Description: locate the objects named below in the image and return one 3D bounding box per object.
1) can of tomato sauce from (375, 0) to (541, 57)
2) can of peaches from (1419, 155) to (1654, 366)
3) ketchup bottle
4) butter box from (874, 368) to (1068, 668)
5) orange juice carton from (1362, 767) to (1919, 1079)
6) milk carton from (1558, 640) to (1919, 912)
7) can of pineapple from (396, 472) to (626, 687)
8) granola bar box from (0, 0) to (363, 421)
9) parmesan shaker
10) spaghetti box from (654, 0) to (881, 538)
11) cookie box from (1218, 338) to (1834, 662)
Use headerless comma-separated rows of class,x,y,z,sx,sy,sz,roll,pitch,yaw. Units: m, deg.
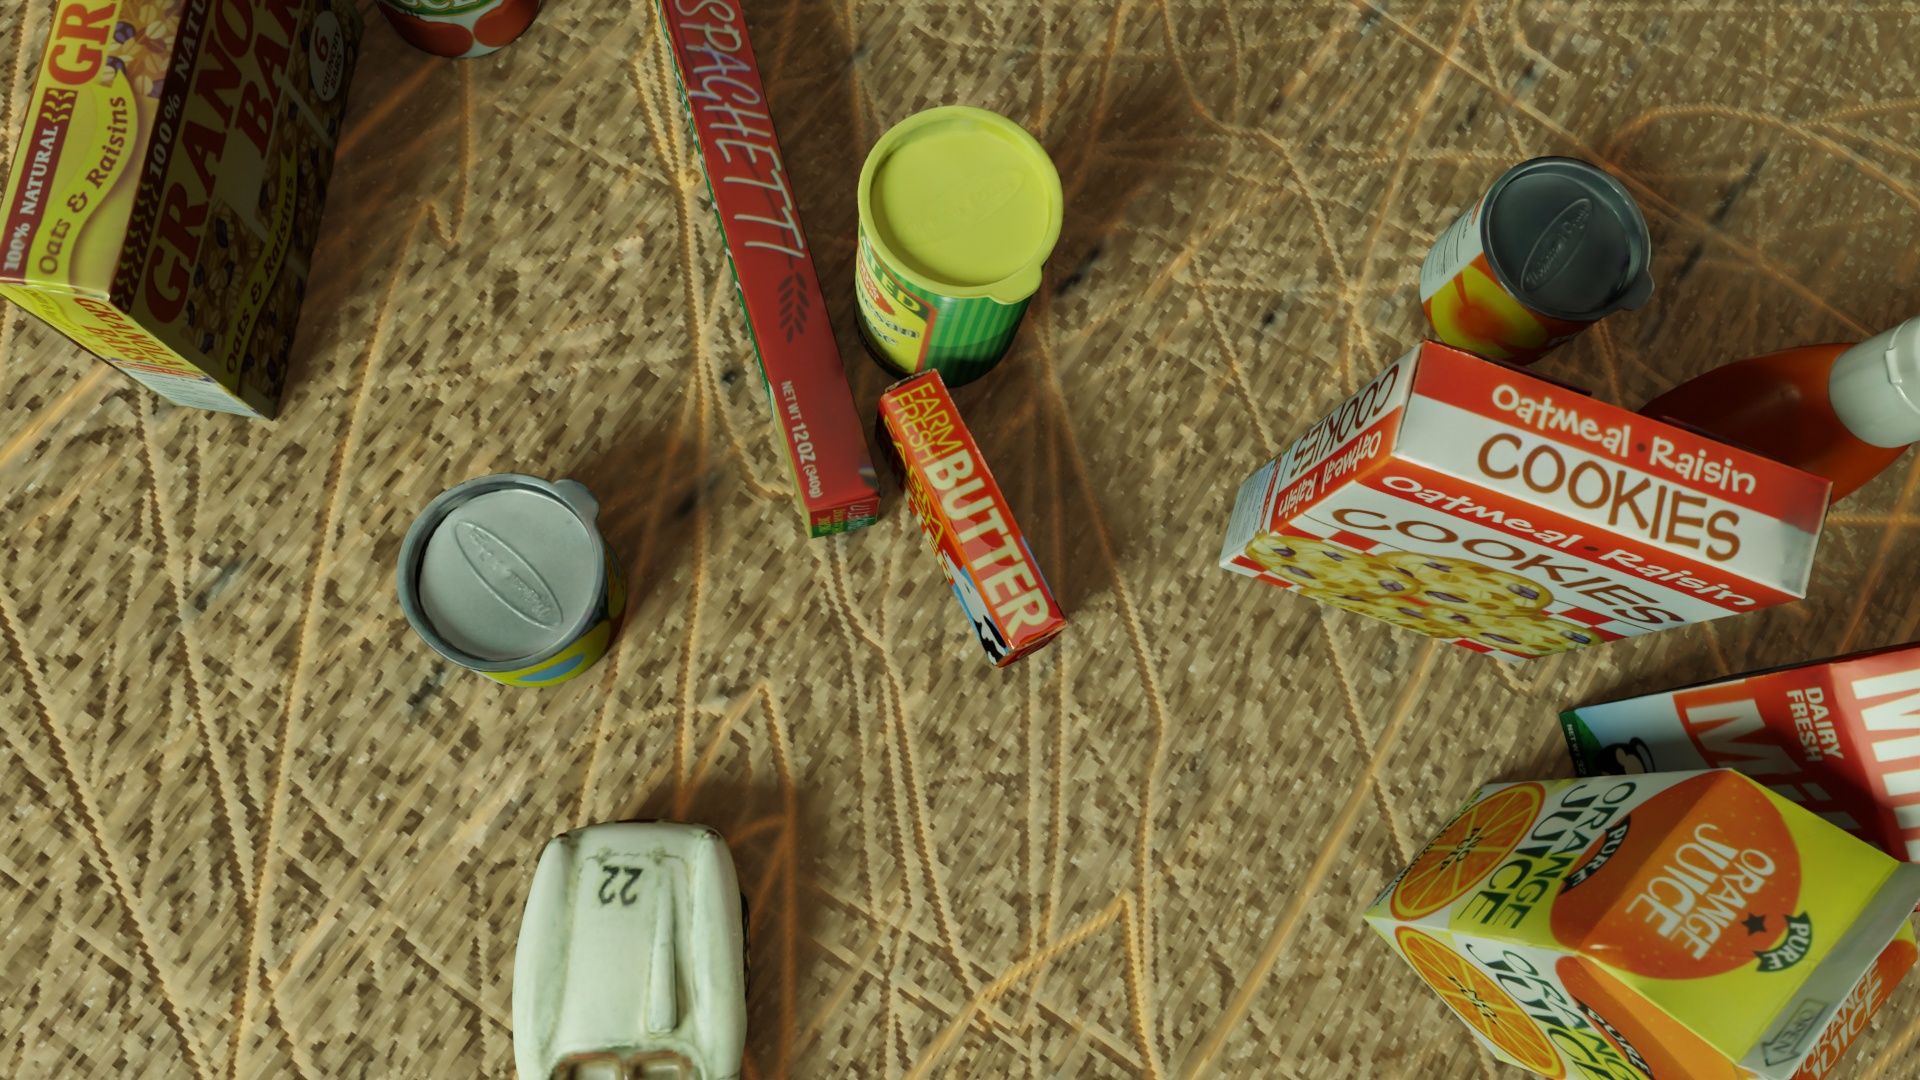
can of tomato sauce,-0.195,-0.227,0.511,0.071,0.083,0.071,1,78,-6
can of peaches,0.224,-0.105,0.542,0.071,0.058,0.071,1,78,-6
ketchup bottle,0.296,-0.040,0.490,0.043,0.148,0.065,0,78,-6
butter box,0.002,-0.006,0.500,0.024,0.053,0.103,-26,82,-10
orange juice carton,0.205,0.121,0.423,0.072,0.192,0.073,-42,85,-12
milk carton,0.281,0.073,0.442,0.073,0.190,0.072,-11,80,-8
can of pineapple,-0.149,0.015,0.477,0.071,0.057,0.071,1,78,-6
granola bar box,-0.254,-0.137,0.465,0.039,0.124,0.166,7,77,-4
parmesan shaker,-0.003,-0.097,0.493,0.071,0.103,0.071,1,78,-6
spaghetti box,-0.077,-0.124,0.519,0.029,0.050,0.250,-15,80,-9
cookie box,0.171,-0.005,0.459,0.123,0.167,0.040,18,77,-2
